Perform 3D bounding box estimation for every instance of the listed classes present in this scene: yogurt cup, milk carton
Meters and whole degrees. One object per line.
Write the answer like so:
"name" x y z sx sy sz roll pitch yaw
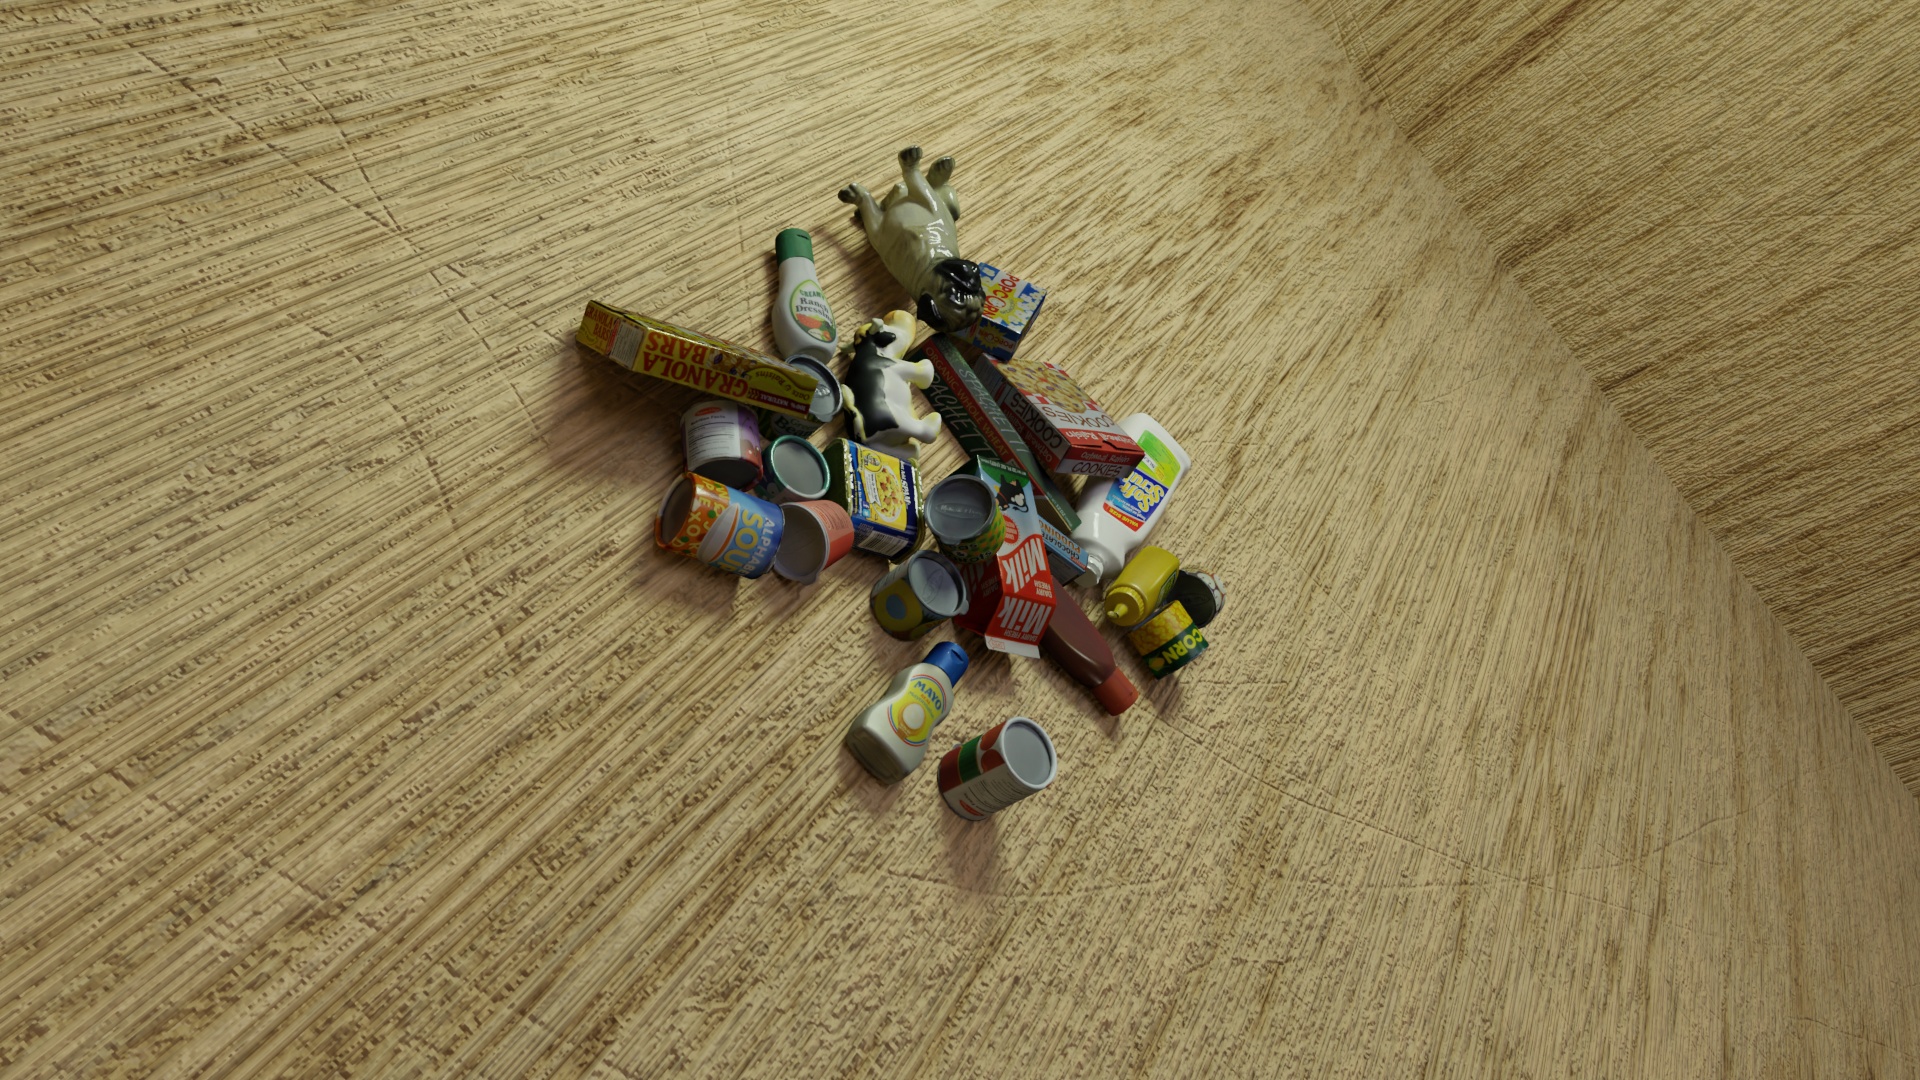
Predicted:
"yogurt cup" -0.128 -0.003 1.191 0.072 0.072 0.054 59 31 5
"milk carton" 0.034 0.022 1.326 0.072 0.073 0.191 15 53 -40

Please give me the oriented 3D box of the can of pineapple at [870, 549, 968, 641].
"can of pineapple" -0.037 0.051 1.246 0.071 0.057 0.071 25 47 -31

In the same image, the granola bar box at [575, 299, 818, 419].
"granola bar box" -0.220 -0.153 1.167 0.165 0.039 0.124 13 10 -39

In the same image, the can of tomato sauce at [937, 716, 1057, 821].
"can of tomato sauce" 0.032 0.194 1.192 0.071 0.082 0.071 26 47 -31

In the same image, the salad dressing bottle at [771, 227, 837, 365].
"salad dressing bottle" -0.155 -0.236 1.347 0.064 0.043 0.148 13 54 -38

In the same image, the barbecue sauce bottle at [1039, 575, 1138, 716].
"barbecue sauce bottle" 0.117 0.107 1.373 0.148 0.043 0.065 50 36 -6

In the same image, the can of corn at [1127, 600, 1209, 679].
"can of corn" 0.218 0.103 1.456 0.058 0.071 0.071 56 39 3

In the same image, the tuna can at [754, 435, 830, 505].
"tuna can" -0.151 -0.060 1.232 0.071 0.032 0.071 26 47 -31

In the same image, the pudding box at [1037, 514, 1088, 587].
"pudding box" 0.083 0.012 1.403 0.083 0.049 0.030 36 41 -22

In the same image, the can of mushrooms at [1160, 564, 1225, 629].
"can of mushrooms" 0.255 0.060 1.527 0.071 0.070 0.033 56 38 2

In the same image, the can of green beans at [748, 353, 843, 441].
"can of green beans" -0.150 -0.126 1.261 0.071 0.057 0.071 26 46 -31

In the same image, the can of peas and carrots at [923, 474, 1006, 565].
"can of peas and carrots" 0.005 -0.016 1.262 0.058 0.071 0.071 64 13 -62

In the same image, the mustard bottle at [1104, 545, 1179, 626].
"mustard bottle" 0.184 0.056 1.446 0.049 0.065 0.161 26 28 16

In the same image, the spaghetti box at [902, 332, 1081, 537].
"spaghetti box" 0.032 -0.102 1.434 0.250 0.050 0.029 54 37 0

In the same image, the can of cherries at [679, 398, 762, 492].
"can of cherries" -0.200 -0.076 1.170 0.071 0.071 0.058 14 54 -39

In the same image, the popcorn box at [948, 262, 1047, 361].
"popcorn box" 0.038 -0.254 1.527 0.085 0.038 0.127 25 36 3

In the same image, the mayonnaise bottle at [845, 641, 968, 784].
"mayonnaise bottle" -0.039 0.141 1.192 0.064 0.041 0.149 47 40 -6

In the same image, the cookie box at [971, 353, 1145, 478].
"cookie box" 0.103 -0.134 1.487 0.123 0.040 0.168 1 39 -45

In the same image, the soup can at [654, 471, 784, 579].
"soup can" -0.194 -0.010 1.123 0.084 0.071 0.071 22 49 -33
